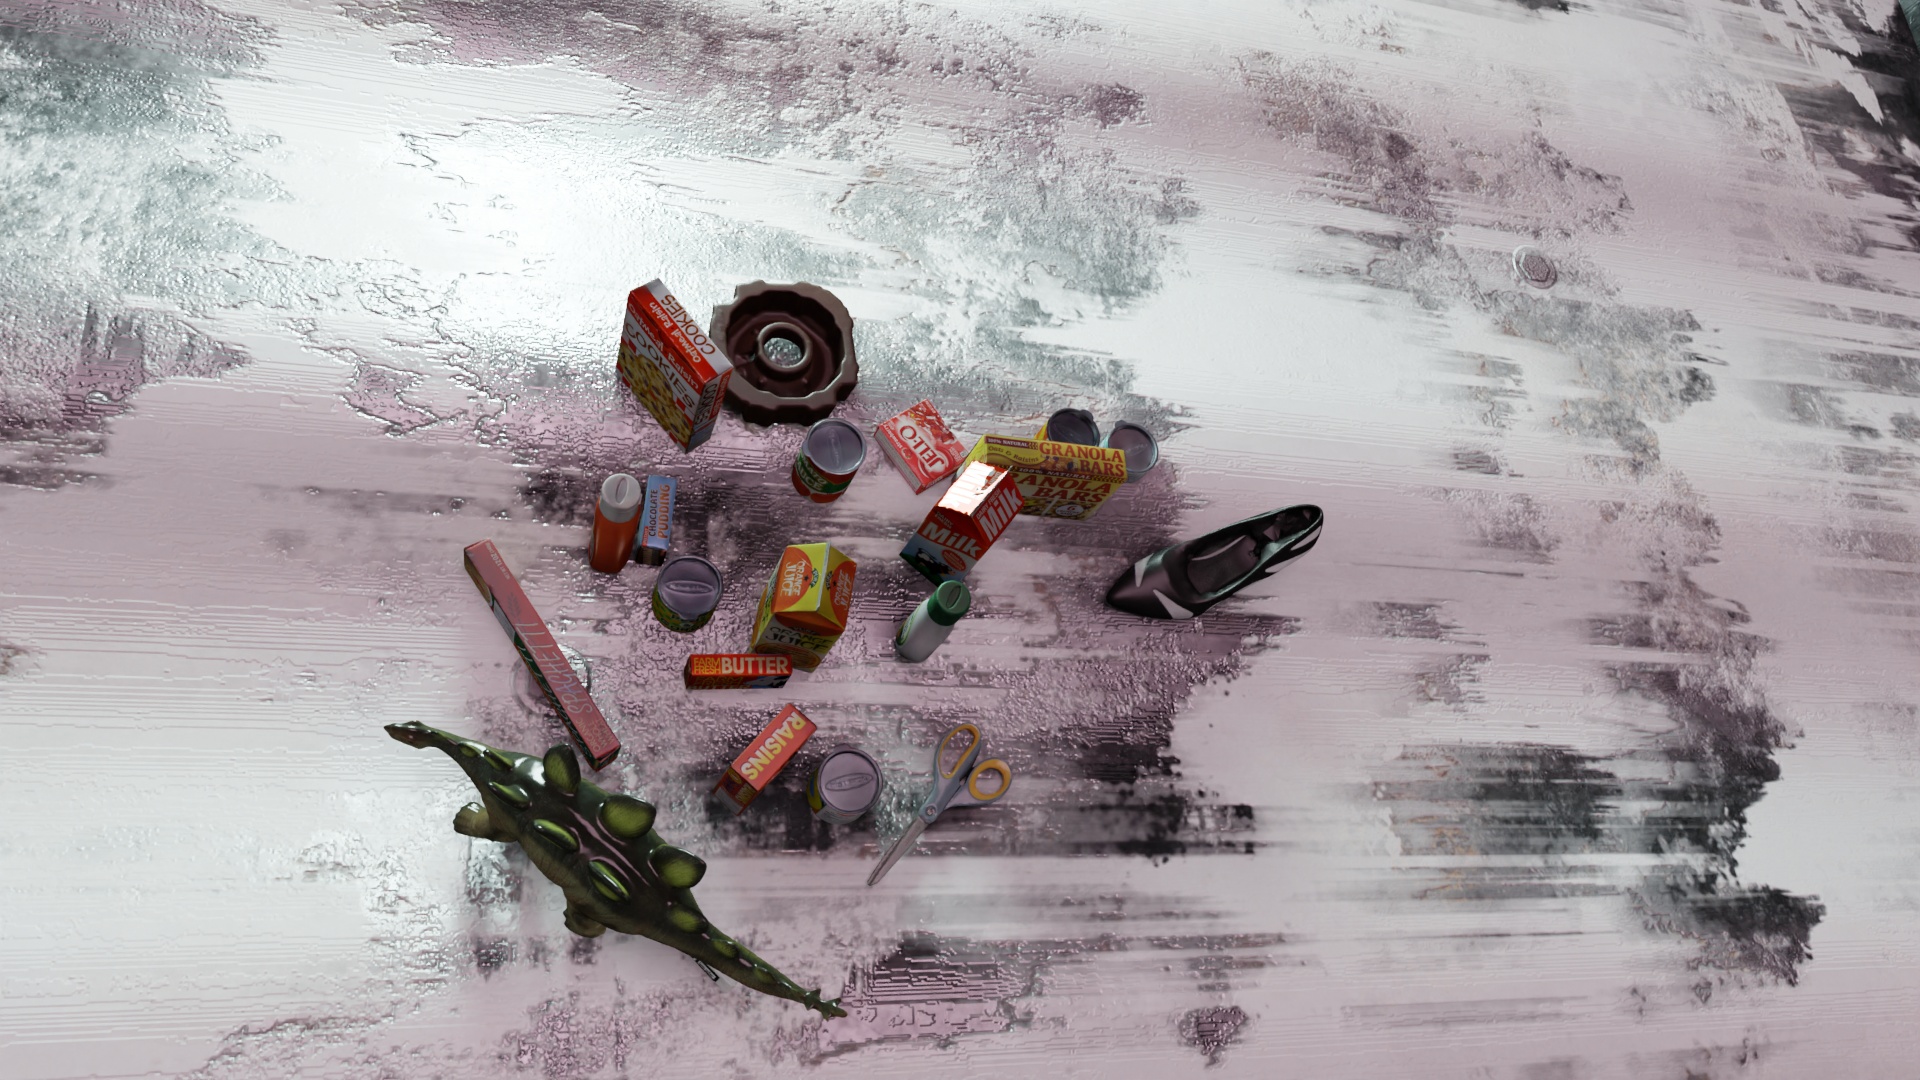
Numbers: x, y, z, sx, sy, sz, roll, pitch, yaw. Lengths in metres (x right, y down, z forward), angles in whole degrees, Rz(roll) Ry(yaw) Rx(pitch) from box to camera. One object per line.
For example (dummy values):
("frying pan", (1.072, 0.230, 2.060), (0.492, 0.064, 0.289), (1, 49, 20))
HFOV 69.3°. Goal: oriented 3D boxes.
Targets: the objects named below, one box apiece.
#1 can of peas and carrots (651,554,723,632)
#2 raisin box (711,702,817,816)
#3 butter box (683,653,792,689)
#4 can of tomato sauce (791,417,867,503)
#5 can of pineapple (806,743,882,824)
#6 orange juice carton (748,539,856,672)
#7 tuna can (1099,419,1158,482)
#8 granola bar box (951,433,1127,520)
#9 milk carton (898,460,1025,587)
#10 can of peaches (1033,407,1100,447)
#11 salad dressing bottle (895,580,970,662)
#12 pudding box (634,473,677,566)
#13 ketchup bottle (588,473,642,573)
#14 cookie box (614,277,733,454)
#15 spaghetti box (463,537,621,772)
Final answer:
("can of peas and carrots", (-0.278, 0.057, 1.410), (0.071, 0.058, 0.071), (7, 66, -16))
("raisin box", (-0.190, 0.212, 1.337), (0.040, 0.123, 0.086), (43, 62, 2))
("butter box", (-0.224, 0.132, 1.400), (0.104, 0.053, 0.024), (2, 68, -18))
("can of tomato sauce", (-0.145, -0.084, 1.502), (0.071, 0.082, 0.071), (7, 66, -16))
("can of pineapple", (-0.116, 0.244, 1.386), (0.071, 0.057, 0.071), (7, 66, -16))
("orange juice carton", (-0.154, 0.065, 1.373), (0.073, 0.192, 0.072), (15, 64, -13))
("tuna can", (0.199, -0.106, 1.657), (0.071, 0.032, 0.071), (7, 66, -16))
("granola bar box", (0.085, -0.070, 1.551), (0.166, 0.123, 0.039), (5, 67, -17))
("milk carton", (0.005, -0.018, 1.464), (0.073, 0.189, 0.073), (39, 62, 0))
("can of peaches", (0.123, -0.114, 1.621), (0.071, 0.057, 0.071), (7, 66, -16))
("salad dressing bottle", (-0.027, 0.082, 1.435), (0.044, 0.147, 0.064), (31, 62, -4))
("pudding box", (-0.315, -0.021, 1.436), (0.030, 0.049, 0.084), (9, 65, -15))
("ketchup bottle", (-0.340, -0.020, 1.371), (0.043, 0.148, 0.065), (13, 65, -14))
("cookie box", (-0.300, -0.178, 1.441), (0.040, 0.166, 0.123), (-38, 84, -28))
("spaghetti box", (-0.407, 0.111, 1.348), (0.029, 0.050, 0.250), (-31, 80, -27))
